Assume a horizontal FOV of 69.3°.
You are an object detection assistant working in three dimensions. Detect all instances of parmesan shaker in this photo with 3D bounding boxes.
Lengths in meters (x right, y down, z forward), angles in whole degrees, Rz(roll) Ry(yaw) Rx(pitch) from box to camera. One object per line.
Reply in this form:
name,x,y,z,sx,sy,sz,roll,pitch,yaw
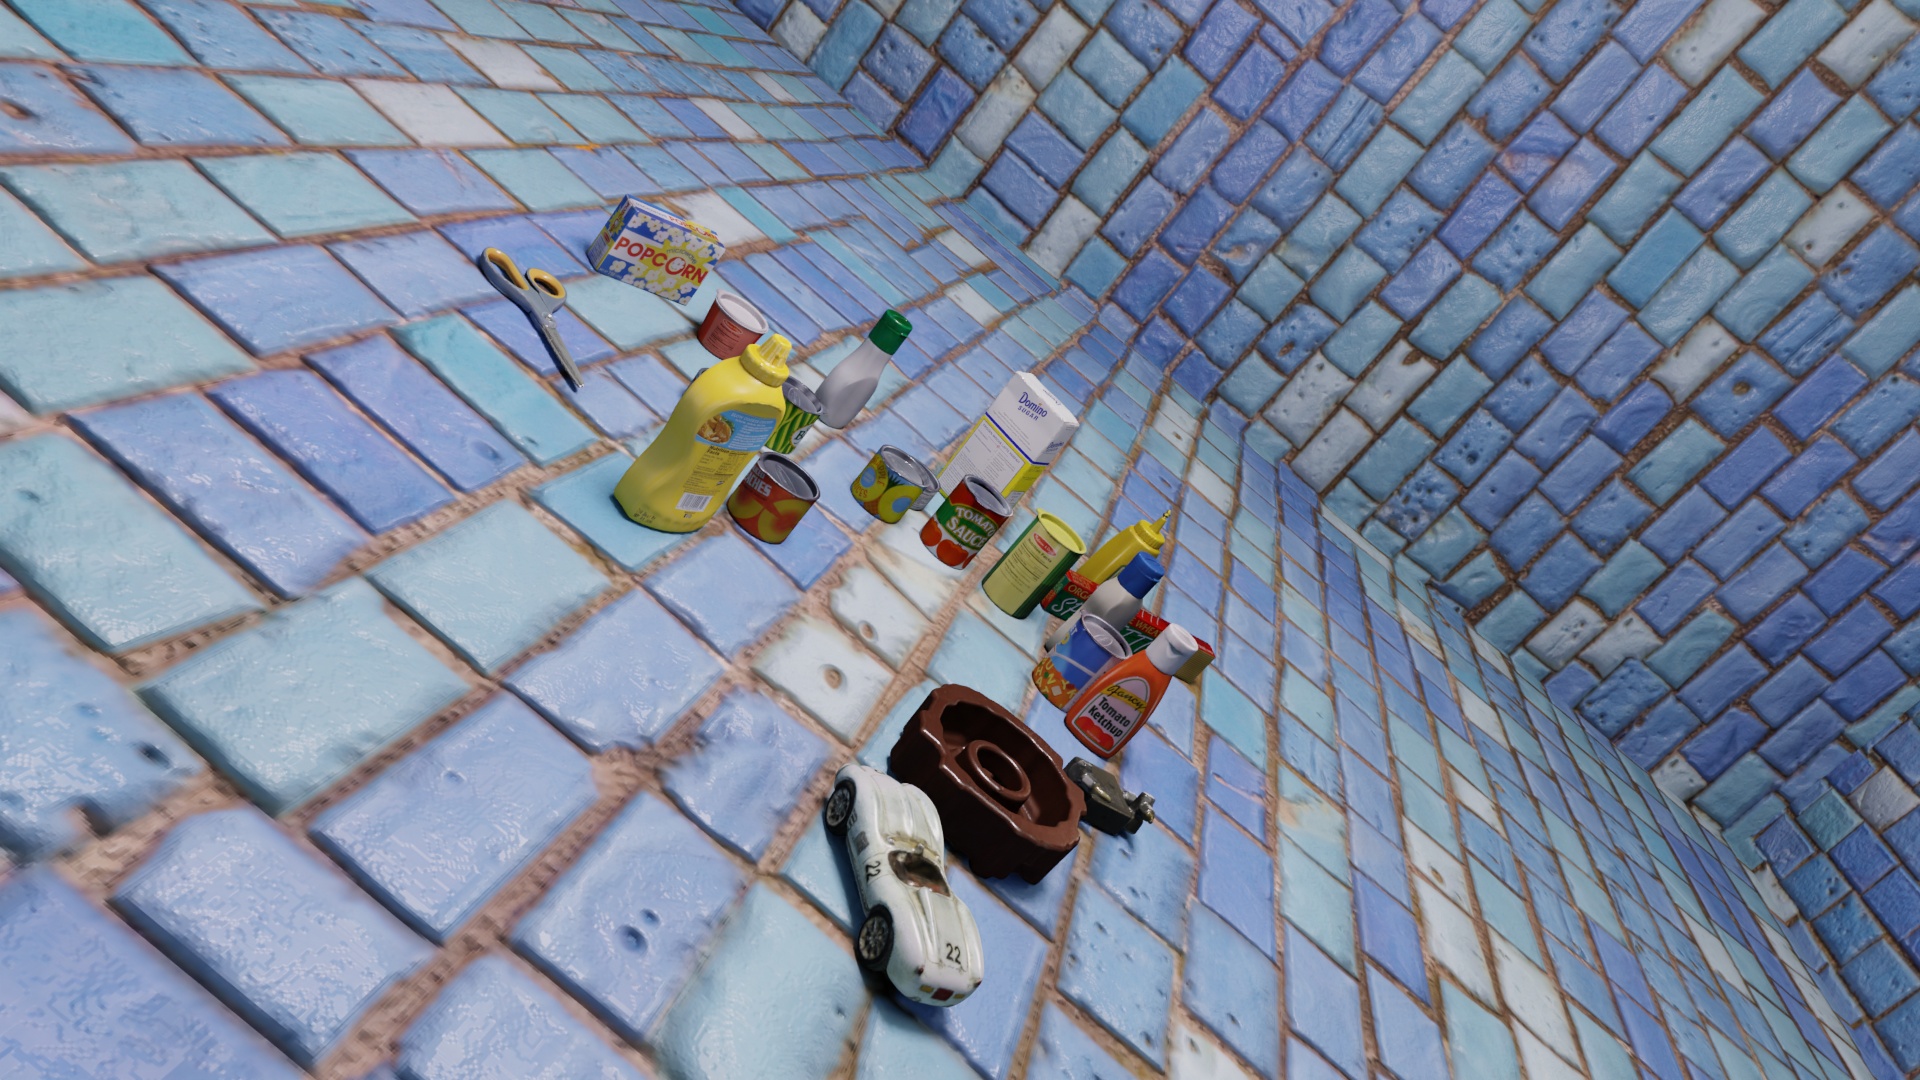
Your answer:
parmesan shaker,0.077,0.025,1.513,0.071,0.102,0.071,35,21,-15

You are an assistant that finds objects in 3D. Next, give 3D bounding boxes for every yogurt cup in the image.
yogurt cup,-0.255,-0.234,1.541,0.072,0.053,0.073,34,21,-15

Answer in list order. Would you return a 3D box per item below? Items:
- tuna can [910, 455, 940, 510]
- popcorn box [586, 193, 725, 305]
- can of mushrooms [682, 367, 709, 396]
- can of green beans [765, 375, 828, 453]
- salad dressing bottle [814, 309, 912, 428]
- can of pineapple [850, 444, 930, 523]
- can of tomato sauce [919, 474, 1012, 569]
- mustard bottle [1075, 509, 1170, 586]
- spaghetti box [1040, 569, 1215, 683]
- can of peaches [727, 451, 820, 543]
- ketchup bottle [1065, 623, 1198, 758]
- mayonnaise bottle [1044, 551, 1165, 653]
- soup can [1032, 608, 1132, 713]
tuna can,-0.060,-0.068,1.568,0.071,0.032,0.071,34,21,-15
popcorn box,-0.335,-0.320,1.534,0.127,0.085,0.038,15,32,-48
can of mushrooms,-0.242,-0.139,1.398,0.071,0.033,0.071,34,21,-15
can of green beans,-0.185,-0.132,1.448,0.071,0.057,0.071,34,21,-15
salad dressing bottle,-0.111,-0.195,1.576,0.064,0.147,0.044,9,37,-55
can of pineapple,-0.077,-0.061,1.488,0.071,0.057,0.071,34,21,-15
can of tomato sauce,0.005,-0.019,1.508,0.071,0.083,0.071,34,21,-15
mustard bottle,0.193,0.023,1.635,0.065,0.159,0.049,24,26,-37
spaghetti box,0.199,0.102,1.640,0.250,0.050,0.029,27,24,-30
can of peaches,-0.174,-0.040,1.278,0.071,0.058,0.071,34,21,-15
ketchup bottle,0.172,0.145,1.367,0.065,0.148,0.044,41,20,2
mayonnaise bottle,0.158,0.075,1.485,0.065,0.147,0.041,16,32,-49
soup can,0.122,0.124,1.416,0.071,0.083,0.071,34,21,-15
